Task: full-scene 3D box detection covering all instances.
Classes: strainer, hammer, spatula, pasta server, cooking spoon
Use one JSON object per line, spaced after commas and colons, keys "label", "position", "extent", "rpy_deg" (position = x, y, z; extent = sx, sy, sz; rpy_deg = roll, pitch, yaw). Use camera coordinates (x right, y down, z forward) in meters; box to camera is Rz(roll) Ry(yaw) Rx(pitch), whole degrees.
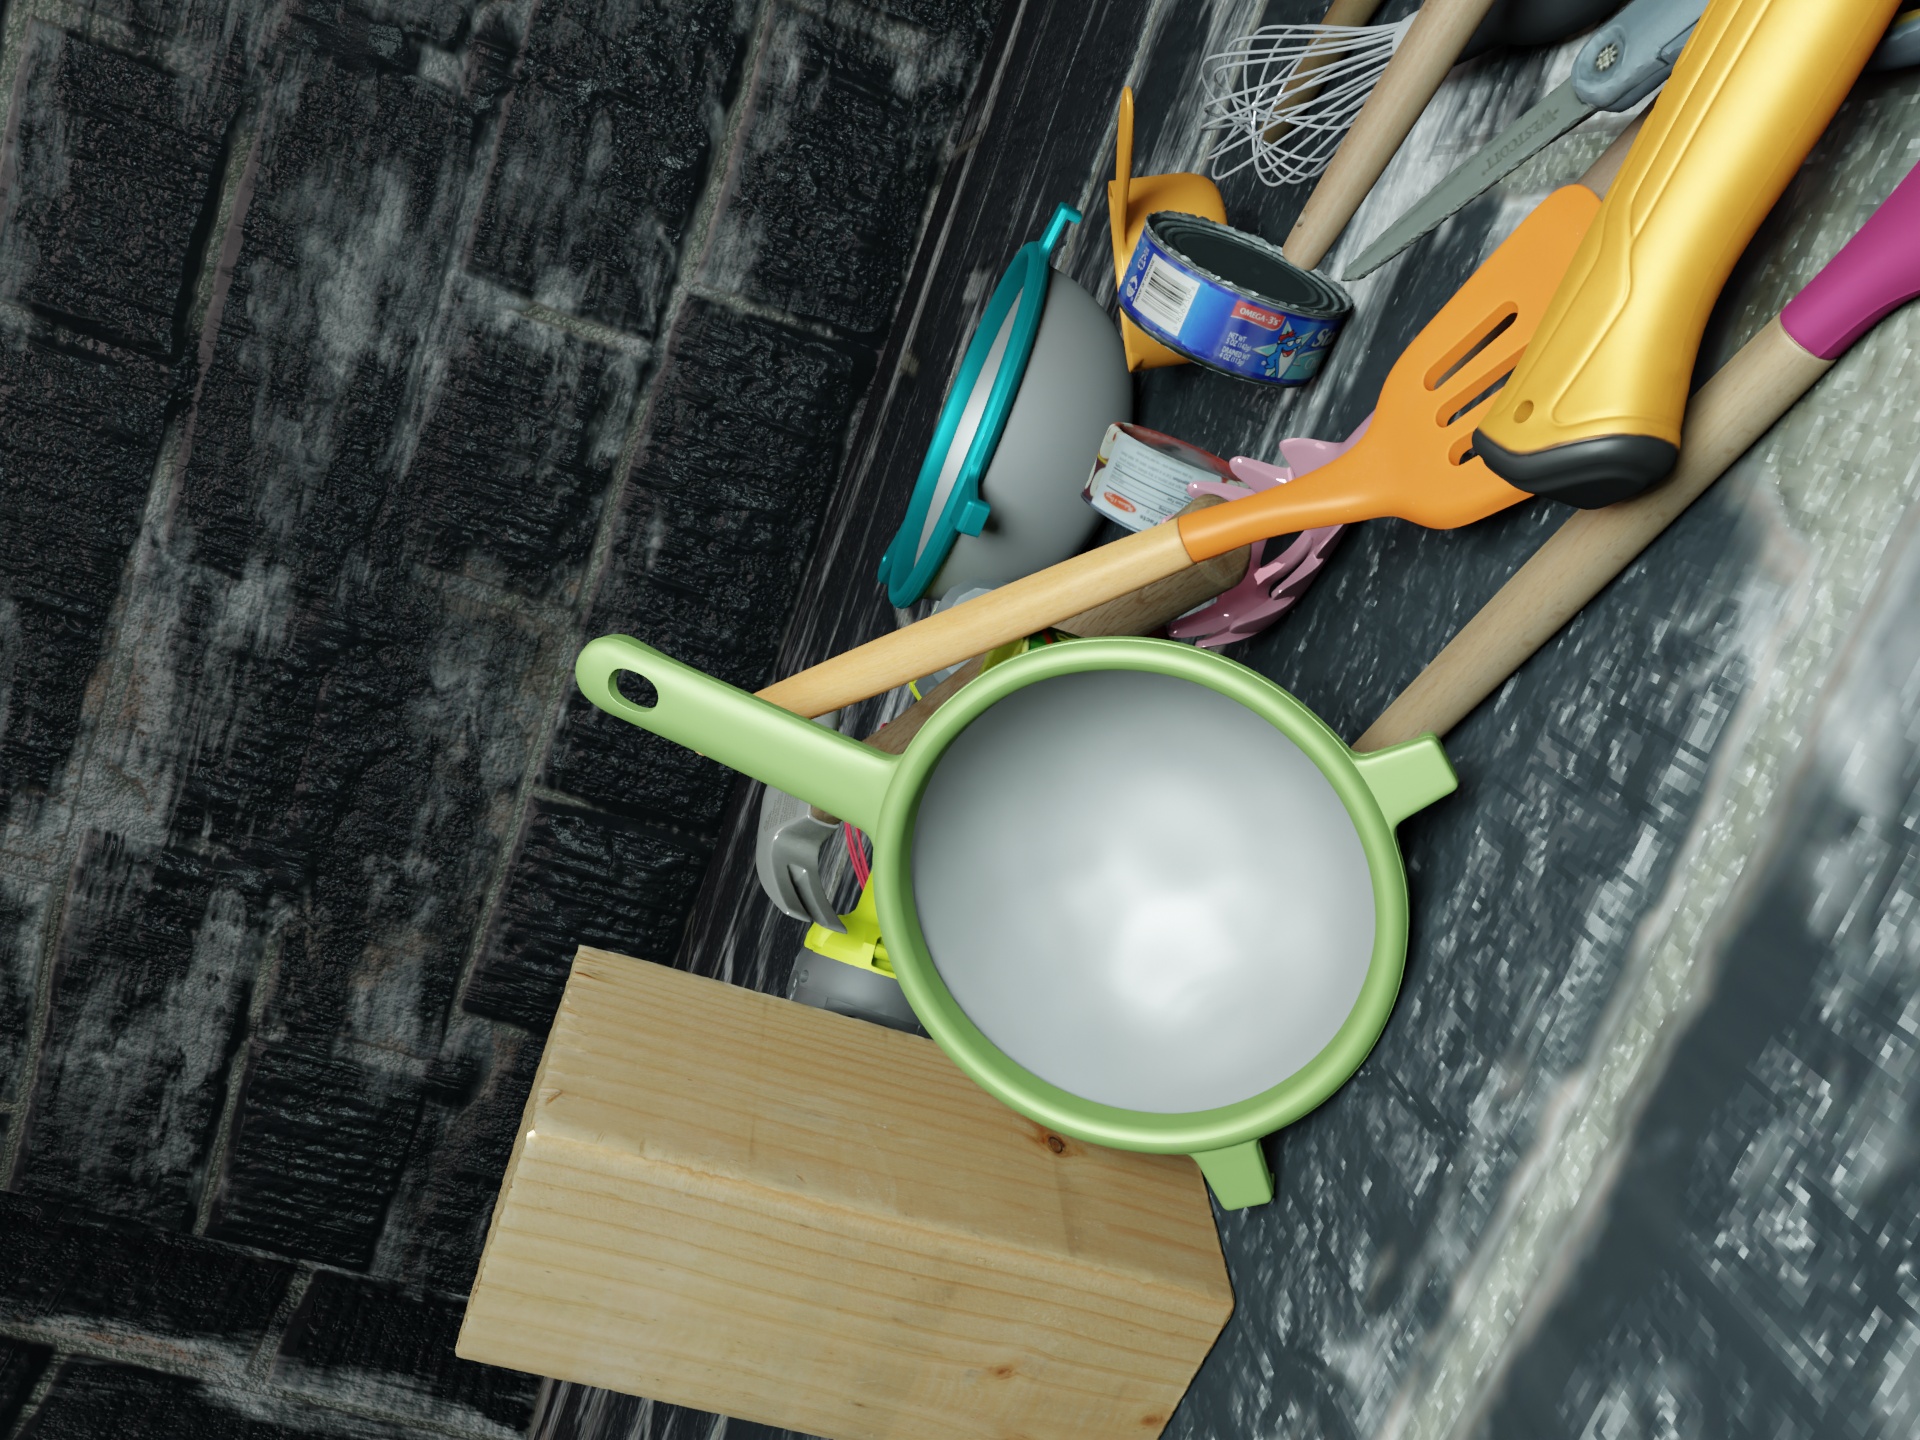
{"label": "strainer", "position": [0.008, 0.024, 0.476], "extent": [0.069, 0.256, 0.151], "rpy_deg": [-35, -35, -64]}
{"label": "hammer", "position": [0.187, -0.198, 0.298], "extent": [0.336, 0.034, 0.127], "rpy_deg": [-66, 33, 22]}
{"label": "spatula", "position": [0.042, -0.049, 0.475], "extent": [0.322, 0.041, 0.081], "rpy_deg": [-21, 61, 24]}
{"label": "pasta server", "position": [0.146, -0.113, 0.470], "extent": [0.316, 0.040, 0.060], "rpy_deg": [127, 136, -56]}
{"label": "hammer", "position": [-0.001, -0.002, 0.652], "extent": [0.331, 0.031, 0.130], "rpy_deg": [-32, 44, 51]}
{"label": "spatula", "position": [0.172, -0.256, 0.419], "extent": [0.060, 0.018, 0.315], "rpy_deg": [-90, 23, -47]}
{"label": "cooking spoon", "position": [0.166, -0.065, 0.348], "extent": [0.318, 0.017, 0.069], "rpy_deg": [122, 163, -49]}
{"label": "strainer", "position": [0.024, -0.131, 0.938], "extent": [0.340, 0.095, 0.211], "rpy_deg": [134, 154, -70]}

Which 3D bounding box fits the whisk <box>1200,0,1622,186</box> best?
{"label": "whisk", "position": [0.156, -0.242, 0.586], "extent": [0.285, 0.070, 0.070], "rpy_deg": [-139, 67, -73]}

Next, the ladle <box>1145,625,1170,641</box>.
{"label": "ladle", "position": [0.034, 0.076, 0.742], "extent": [0.069, 0.031, 0.315], "rpy_deg": [-81, 12, -56]}

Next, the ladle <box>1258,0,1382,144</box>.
{"label": "ladle", "position": [0.177, -0.334, 0.618], "extent": [0.320, 0.062, 0.078], "rpy_deg": [129, 157, -67]}

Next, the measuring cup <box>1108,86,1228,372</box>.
{"label": "measuring cup", "position": [0.095, -0.222, 0.701], "extent": [0.173, 0.052, 0.095], "rpy_deg": [73, -168, -72]}

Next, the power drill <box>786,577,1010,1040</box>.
{"label": "power drill", "position": [-0.019, 0.047, 0.824], "extent": [0.190, 0.080, 0.228], "rpy_deg": [140, 147, -82]}

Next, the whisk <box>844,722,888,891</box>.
{"label": "whisk", "position": [-0.039, 0.123, 0.953], "extent": [0.073, 0.073, 0.296], "rpy_deg": [121, 156, -49]}
